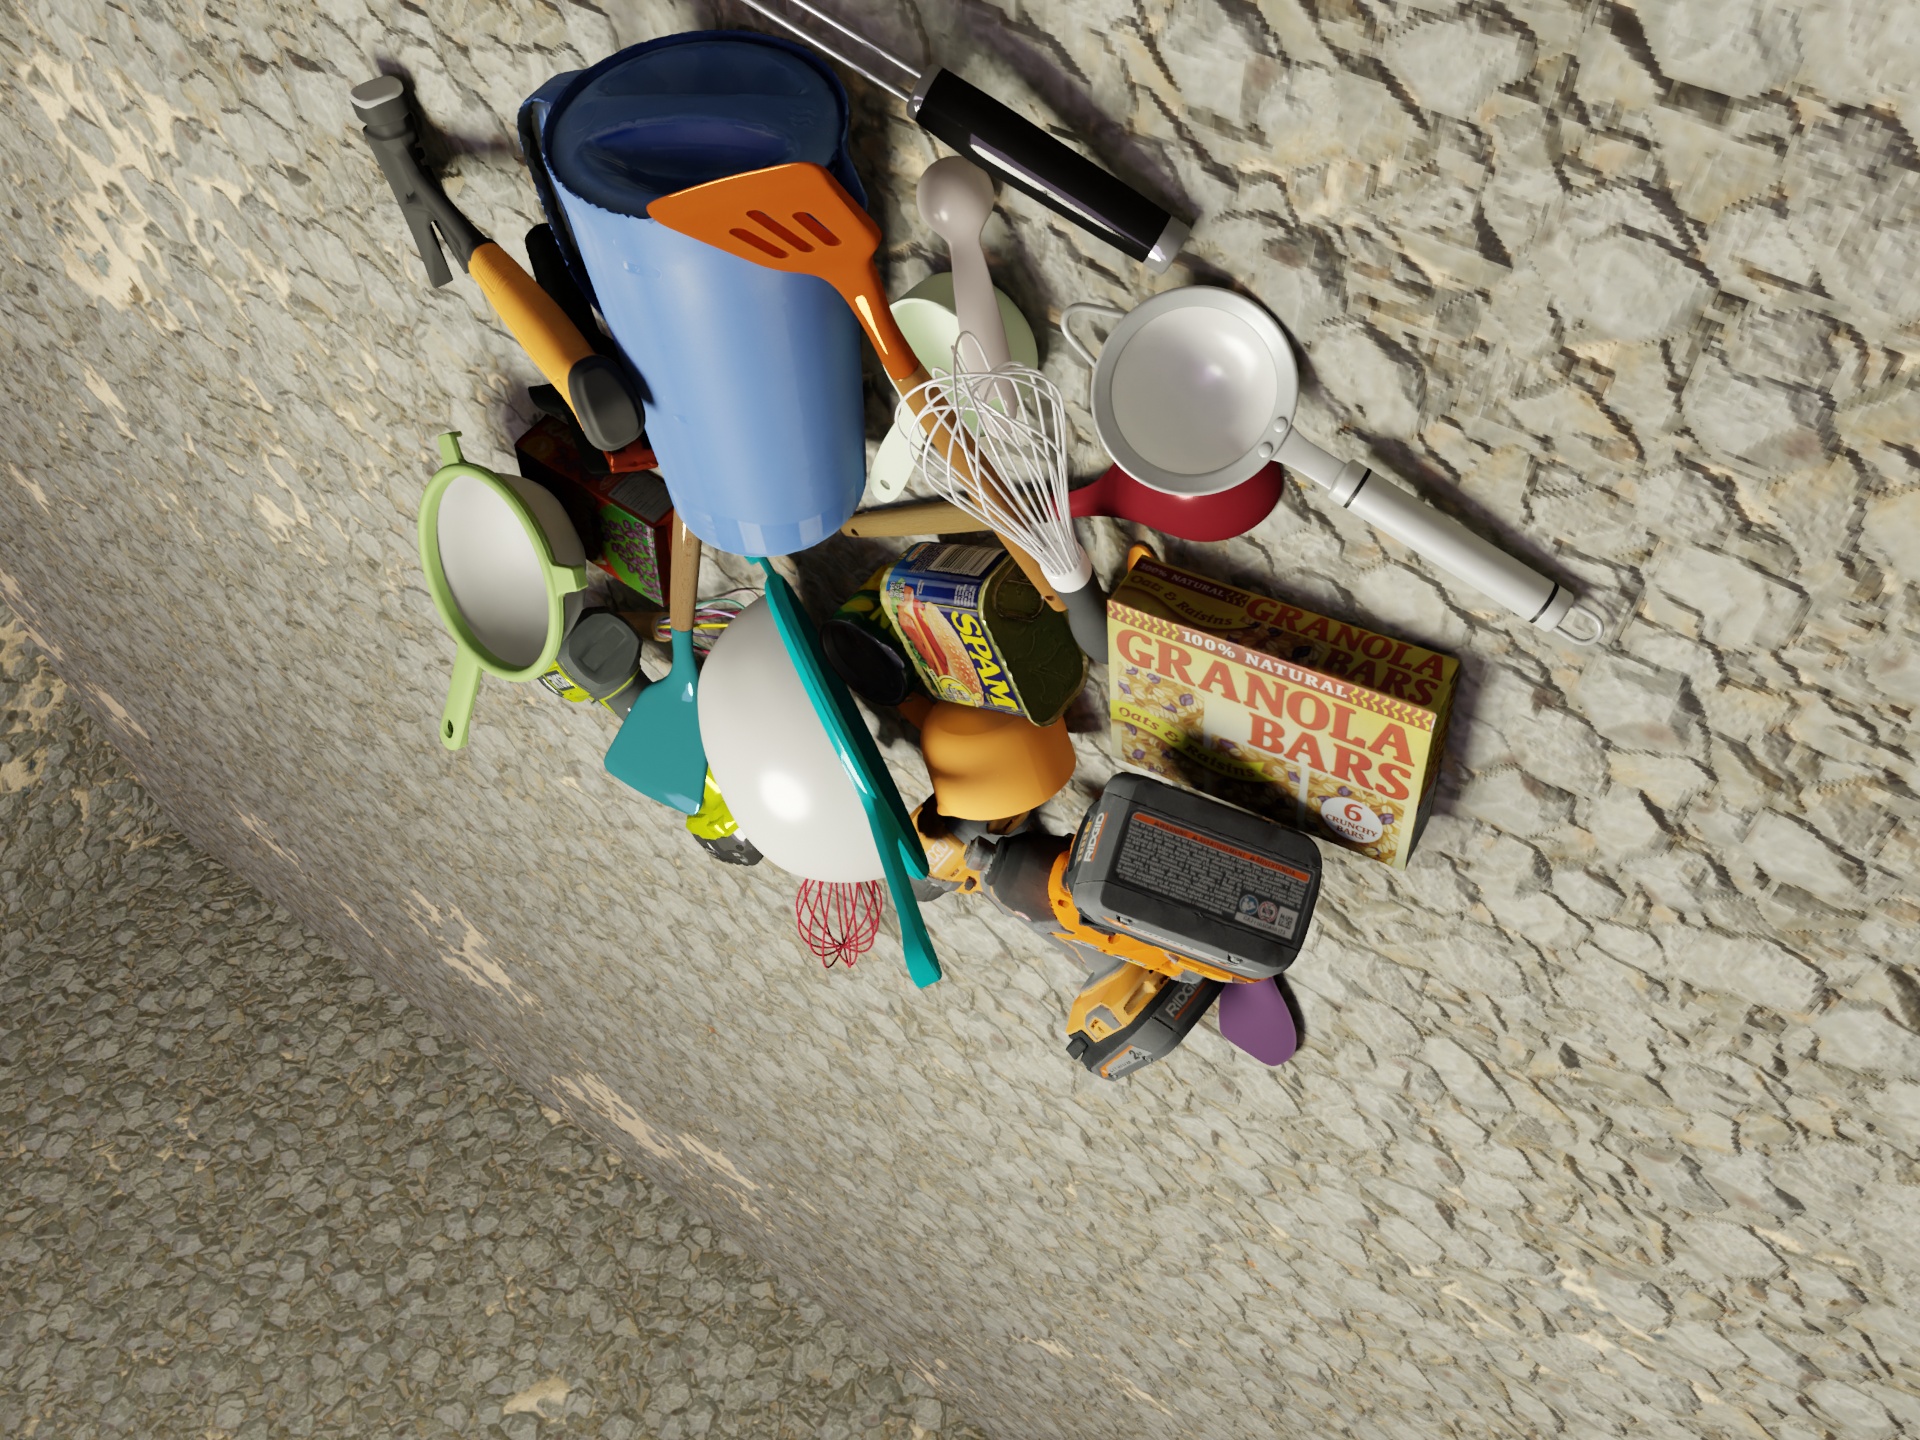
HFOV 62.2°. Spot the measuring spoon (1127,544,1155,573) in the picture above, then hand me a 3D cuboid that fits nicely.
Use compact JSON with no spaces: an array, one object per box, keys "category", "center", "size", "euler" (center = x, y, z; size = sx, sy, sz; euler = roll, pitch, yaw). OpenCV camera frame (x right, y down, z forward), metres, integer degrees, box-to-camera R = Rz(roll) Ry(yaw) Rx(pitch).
[{"category":"measuring spoon","center":[0.099,-0.046,0.839],"size":[0.021,0.011,0.116],"euler":[22,146,31]}]

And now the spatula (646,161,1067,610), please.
[{"category":"spatula","center":[-0.017,-0.136,0.720],"size":[0.081,0.041,0.322],"euler":[-4,148,28]}]

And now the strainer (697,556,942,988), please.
[{"category":"strainer","center":[-0.090,0.055,0.935],"size":[0.341,0.095,0.210],"euler":[-115,-1,-55]}]

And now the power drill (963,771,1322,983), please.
[{"category":"power drill","center":[0.092,0.091,0.888],"size":[0.164,0.084,0.226],"euler":[20,167,-4]}]

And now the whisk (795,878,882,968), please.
[{"category":"whisk","center":[-0.093,0.101,1.226],"size":[0.073,0.073,0.295],"euler":[30,144,19]}]

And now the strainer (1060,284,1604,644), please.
[{"category":"strainer","center":[0.155,-0.103,0.668],"size":[0.258,0.050,0.087],"euler":[33,107,4]}]

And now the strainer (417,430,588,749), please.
[{"category":"strainer","center":[-0.315,-0.073,1.110],"size":[0.151,0.069,0.256],"euler":[46,135,16]}]

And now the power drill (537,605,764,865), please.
[{"category":"power drill","center":[-0.229,0.008,1.208],"size":[0.223,0.080,0.171],"euler":[45,161,-17]}]

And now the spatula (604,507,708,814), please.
[{"category":"spatula","center":[-0.184,-0.076,1.029],"size":[0.082,0.044,0.317],"euler":[26,132,16]}]

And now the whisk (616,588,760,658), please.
[{"category":"whisk","center":[-0.199,-0.066,1.145],"size":[0.245,0.047,0.051],"euler":[5,123,53]}]

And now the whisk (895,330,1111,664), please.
[{"category":"whisk","center":[0.041,-0.088,0.742],"size":[0.070,0.070,0.284],"euler":[26,170,26]}]

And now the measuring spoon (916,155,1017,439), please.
[{"category":"measuring spoon","center":[0.007,-0.185,0.699],"size":[0.018,0.034,0.124],"euler":[-101,-1,-76]}]

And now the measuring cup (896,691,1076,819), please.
[{"category":"measuring cup","center":[-0.002,-0.003,0.968],"size":[0.174,0.095,0.052],"euler":[36,149,51]}]

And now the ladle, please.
[{"category":"ladle","center":[0.032,-0.110,0.820],"size":[0.315,0.031,0.069],"euler":[3,137,51]}]

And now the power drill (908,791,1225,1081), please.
[{"category":"power drill","center":[0.050,0.139,1.084],"size":[0.226,0.084,0.185],"euler":[44,152,4]}]

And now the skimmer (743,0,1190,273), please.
[{"category":"skimmer","center":[-0.059,-0.300,0.659],"size":[0.363,0.090,0.127],"euler":[31,125,-4]}]

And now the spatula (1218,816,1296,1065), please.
[{"category":"spatula","center":[0.187,0.133,0.972],"size":[0.060,0.018,0.315],"euler":[30,151,27]}]

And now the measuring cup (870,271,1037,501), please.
[{"category":"measuring cup","center":[-0.012,-0.160,0.794],"size":[0.083,0.038,0.167],"euler":[41,153,1]}]

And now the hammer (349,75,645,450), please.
[{"category":"hammer","center":[-0.245,-0.230,0.853],"size":[0.337,0.034,0.127],"euler":[48,161,39]}]
